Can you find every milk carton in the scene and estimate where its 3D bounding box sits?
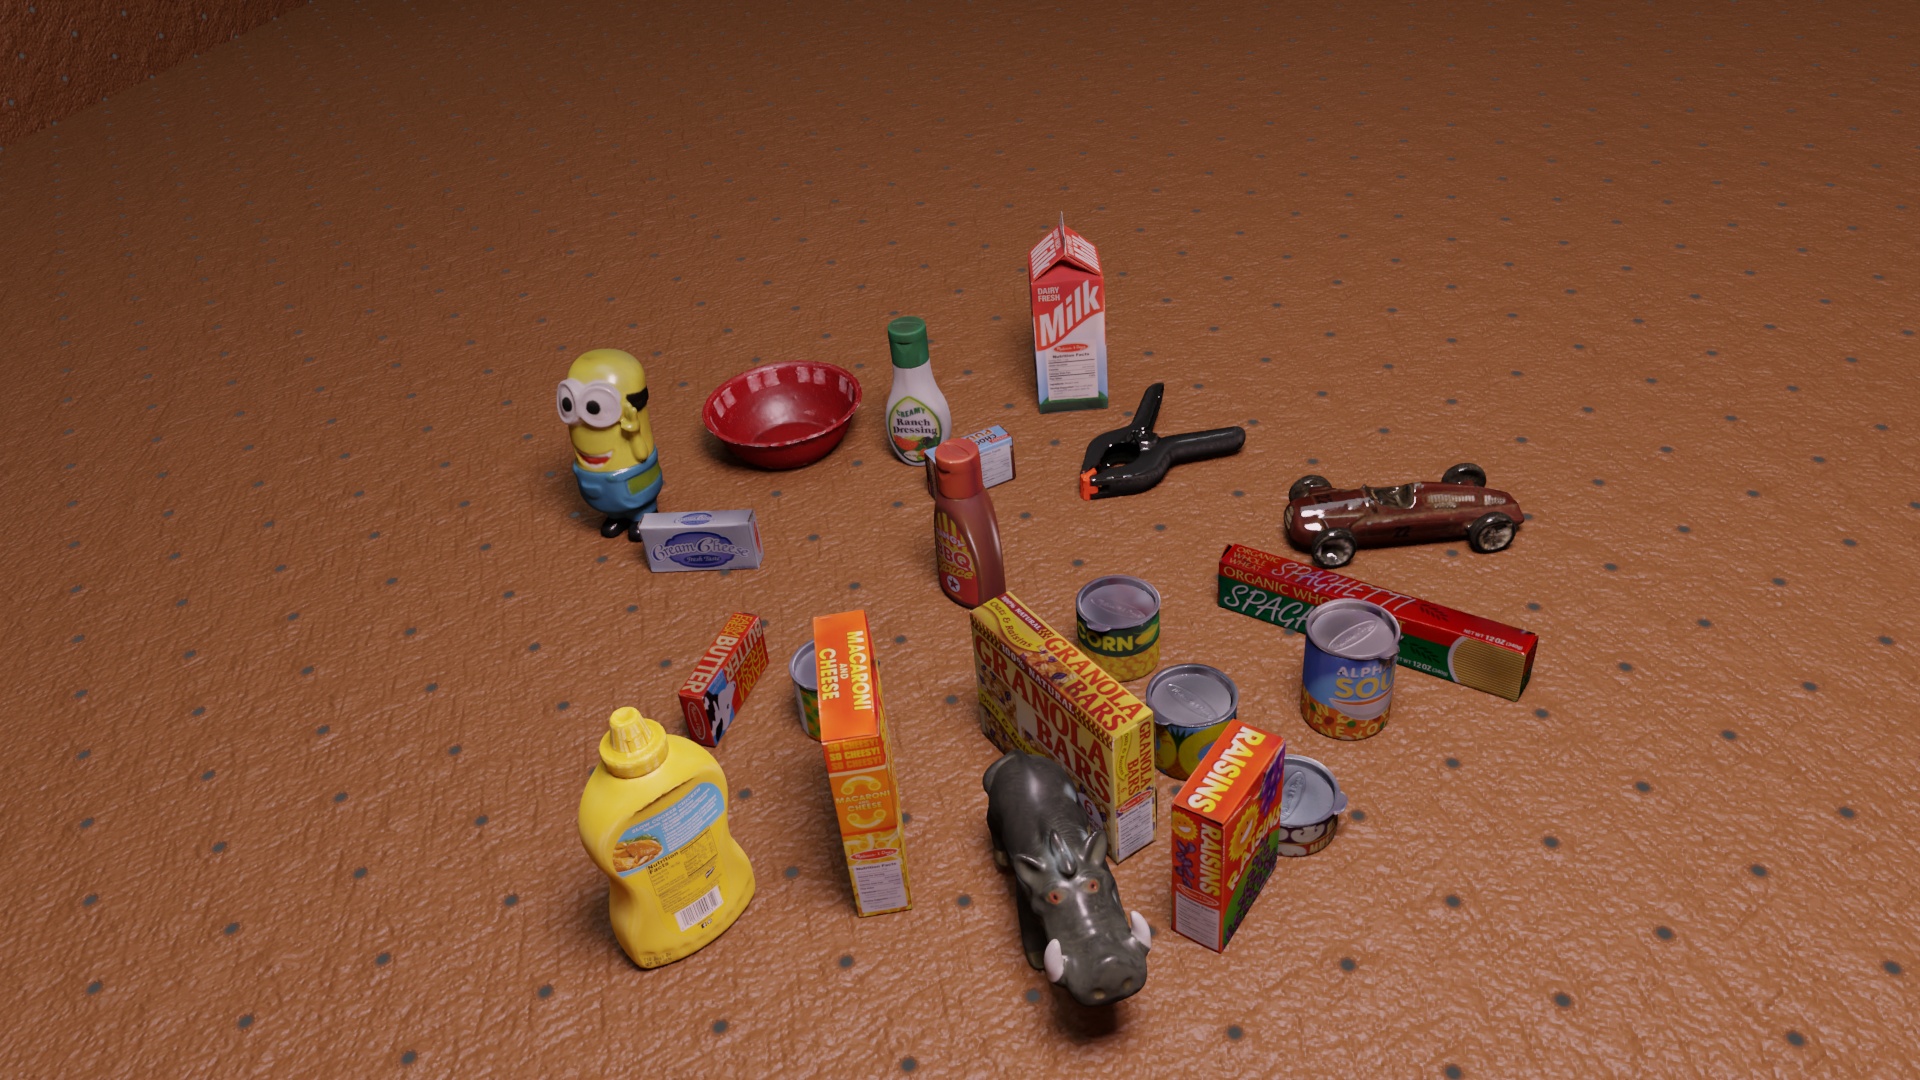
[{"bbox_3d":[0.108,-0.229,1.399,0.073,0.189,0.073,-5,36,3],"label":"milk carton"}]

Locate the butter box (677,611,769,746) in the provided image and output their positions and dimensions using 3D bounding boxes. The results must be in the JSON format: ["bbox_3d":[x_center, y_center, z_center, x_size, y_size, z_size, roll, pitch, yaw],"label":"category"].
[{"bbox_3d":[-0.186,0.109,1.102,0.024,0.052,0.104,7,38,18],"label":"butter box"}]

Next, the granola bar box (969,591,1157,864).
[{"bbox_3d":[0.072,0.128,0.976,0.039,0.123,0.166,-25,40,-24],"label":"granola bar box"}]

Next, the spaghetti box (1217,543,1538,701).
[{"bbox_3d":[0.319,0.061,1.092,0.250,0.050,0.029,18,43,30],"label":"spaghetti box"}]

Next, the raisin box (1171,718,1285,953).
[{"bbox_3d":[0.169,0.188,0.882,0.040,0.122,0.086,19,44,31],"label":"raisin box"}]

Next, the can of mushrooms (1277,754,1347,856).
[{"bbox_3d":[0.229,0.183,0.955,0.071,0.033,0.071,-4,36,3],"label":"can of mushrooms"}]

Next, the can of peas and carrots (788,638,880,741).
[{"bbox_3d":[-0.093,0.115,1.075,0.071,0.058,0.071,-4,36,3],"label":"can of peas and carrots"}]

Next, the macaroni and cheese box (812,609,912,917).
[{"bbox_3d":[-0.065,0.149,0.934,0.040,0.165,0.124,-9,36,-3],"label":"macaroni and cheese box"}]

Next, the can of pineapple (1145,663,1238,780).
[{"bbox_3d":[0.167,0.133,1.012,0.071,0.057,0.071,-4,36,3],"label":"can of pineapple"}]

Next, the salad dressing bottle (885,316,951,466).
[{"bbox_3d":[-0.045,-0.144,1.343,0.064,0.146,0.044,3,37,12],"label":"salad dressing bottle"}]

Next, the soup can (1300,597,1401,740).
[{"bbox_3d":[0.287,0.097,1.020,0.071,0.083,0.072,-4,36,3],"label":"soup can"}]

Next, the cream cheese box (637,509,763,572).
[{"bbox_3d":[-0.234,0.001,1.255,0.104,0.053,0.024,-2,36,6],"label":"cream cheese box"}]

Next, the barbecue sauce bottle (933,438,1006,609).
[{"bbox_3d":[0.004,-0.015,1.160,0.044,0.147,0.065,-32,43,-30],"label":"barbecue sauce bottle"}]

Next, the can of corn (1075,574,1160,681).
[{"bbox_3d":[0.124,0.071,1.101,0.071,0.058,0.071,-4,36,3],"label":"can of corn"}]

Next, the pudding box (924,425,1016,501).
[{"bbox_3d":[0.009,-0.072,1.320,0.084,0.049,0.030,-21,39,-19],"label":"pudding box"}]
